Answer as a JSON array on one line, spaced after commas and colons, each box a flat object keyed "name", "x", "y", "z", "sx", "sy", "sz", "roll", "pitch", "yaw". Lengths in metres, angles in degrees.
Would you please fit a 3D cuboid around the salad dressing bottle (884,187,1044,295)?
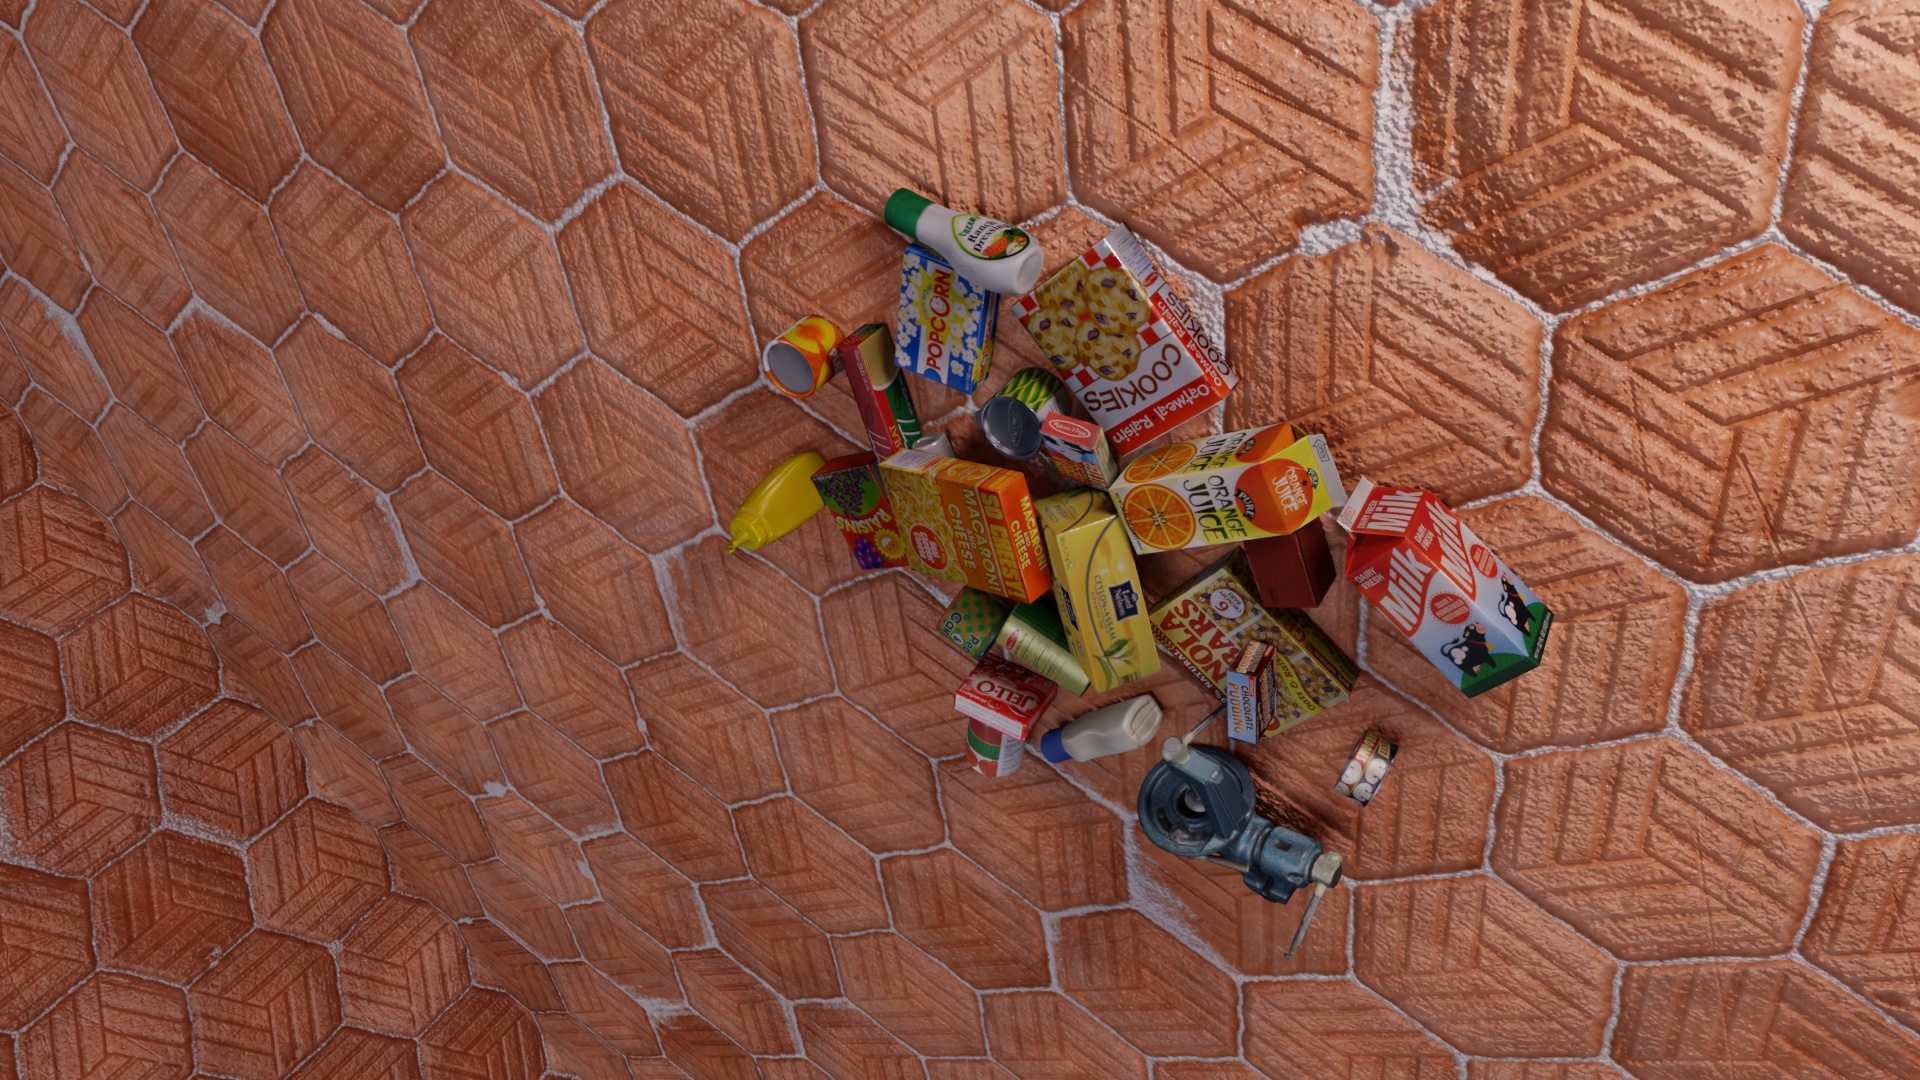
[{"name": "salad dressing bottle", "x": 0.001, "y": -0.261, "z": 1.199, "sx": 0.148, "sy": 0.064, "sz": 0.043, "roll": 30, "pitch": 149, "yaw": 24}]

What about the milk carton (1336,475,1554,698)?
[{"name": "milk carton", "x": 0.385, "y": 0.031, "z": 1.133, "sx": 0.190, "sy": 0.073, "sz": 0.073, "roll": 44, "pitch": 137, "yaw": -3}]

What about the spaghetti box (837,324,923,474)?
[{"name": "spaghetti box", "x": -0.061, "y": -0.093, "z": 1.380, "sx": 0.028, "sy": 0.050, "sz": 0.249, "roll": 4, "pitch": 125, "yaw": 35}]

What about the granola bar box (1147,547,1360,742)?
[{"name": "granola bar box", "x": 0.270, "y": 0.099, "z": 1.298, "sx": 0.165, "sy": 0.039, "sz": 0.123, "roll": 45, "pitch": 137, "yaw": -3}]

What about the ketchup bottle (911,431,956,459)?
[{"name": "ketchup bottle", "x": -0.002, "y": -0.037, "z": 1.386, "sx": 0.064, "sy": 0.044, "sz": 0.148, "roll": -3, "pitch": 120, "yaw": 45}]

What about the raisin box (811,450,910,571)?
[{"name": "raisin box", "x": -0.090, "y": -0.030, "z": 1.458, "sx": 0.086, "sy": 0.040, "sz": 0.123, "roll": -9, "pitch": 118, "yaw": 39}]

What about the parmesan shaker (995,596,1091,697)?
[{"name": "parmesan shaker", "x": 0.096, "y": 0.106, "z": 1.410, "sx": 0.103, "sy": 0.072, "sz": 0.071, "roll": 33, "pitch": 136, "yaw": 9}]

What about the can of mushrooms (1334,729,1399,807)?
[{"name": "can of mushrooms", "x": 0.377, "y": 0.209, "z": 1.286, "sx": 0.033, "sy": 0.071, "sz": 0.070, "roll": 30, "pitch": 135, "yaw": 15}]

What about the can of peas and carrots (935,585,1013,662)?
[{"name": "can of peas and carrots", "x": 0.014, "y": 0.085, "z": 1.449, "sx": 0.059, "sy": 0.071, "sz": 0.070, "roll": 36, "pitch": 136, "yaw": 8}]

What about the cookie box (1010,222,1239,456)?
[{"name": "cookie box", "x": 0.139, "y": -0.167, "z": 1.184, "sx": 0.167, "sy": 0.040, "sz": 0.122, "roll": 52, "pitch": 136, "yaw": -8}]

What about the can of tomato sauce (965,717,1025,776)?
[{"name": "can of tomato sauce", "x": 0.039, "y": 0.208, "z": 1.531, "sx": 0.071, "sy": 0.071, "sz": 0.082, "roll": 23, "pitch": 134, "yaw": 20}]

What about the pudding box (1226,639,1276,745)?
[{"name": "pudding box", "x": 0.265, "y": 0.138, "z": 1.264, "sx": 0.030, "sy": 0.050, "sz": 0.083, "roll": 14, "pitch": 130, "yaw": 29}]

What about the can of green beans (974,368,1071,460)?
[{"name": "can of green beans", "x": 0.060, "y": -0.116, "z": 1.268, "sx": 0.071, "sy": 0.058, "sz": 0.071, "roll": 19, "pitch": 132, "yaw": 23}]

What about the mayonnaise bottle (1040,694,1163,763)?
[{"name": "mayonnaise bottle", "x": 0.143, "y": 0.203, "z": 1.456, "sx": 0.041, "sy": 0.065, "sz": 0.147, "roll": 54, "pitch": 140, "yaw": -8}]

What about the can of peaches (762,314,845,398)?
[{"name": "can of peaches", "x": -0.151, "y": -0.180, "z": 1.371, "sx": 0.071, "sy": 0.058, "sz": 0.070, "roll": 19, "pitch": 132, "yaw": 24}]

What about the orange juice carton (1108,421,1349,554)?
[{"name": "orange juice carton", "x": 0.232, "y": -0.046, "z": 1.186, "sx": 0.192, "sy": 0.073, "sz": 0.071, "roll": -9, "pitch": 117, "yaw": 40}]

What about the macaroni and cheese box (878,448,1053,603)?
[{"name": "macaroni and cheese box", "x": 0.005, "y": -0.016, "z": 1.315, "sx": 0.166, "sy": 0.040, "sz": 0.123, "roll": 14, "pitch": 130, "yaw": 45}]

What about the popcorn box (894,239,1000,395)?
[{"name": "popcorn box", "x": -0.012, "y": -0.205, "z": 1.265, "sx": 0.085, "sy": 0.038, "sz": 0.126, "roll": 24, "pitch": 133, "yaw": 18}]

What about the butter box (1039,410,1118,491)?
[{"name": "butter box", "x": 0.108, "y": -0.079, "z": 1.249, "sx": 0.053, "sy": 0.024, "sz": 0.103, "roll": 20, "pitch": 167, "yaw": 21}]

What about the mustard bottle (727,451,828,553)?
[{"name": "mustard bottle", "x": -0.195, "y": -0.033, "z": 1.443, "sx": 0.048, "sy": 0.161, "sz": 0.065, "roll": -16, "pitch": 111, "yaw": 44}]
